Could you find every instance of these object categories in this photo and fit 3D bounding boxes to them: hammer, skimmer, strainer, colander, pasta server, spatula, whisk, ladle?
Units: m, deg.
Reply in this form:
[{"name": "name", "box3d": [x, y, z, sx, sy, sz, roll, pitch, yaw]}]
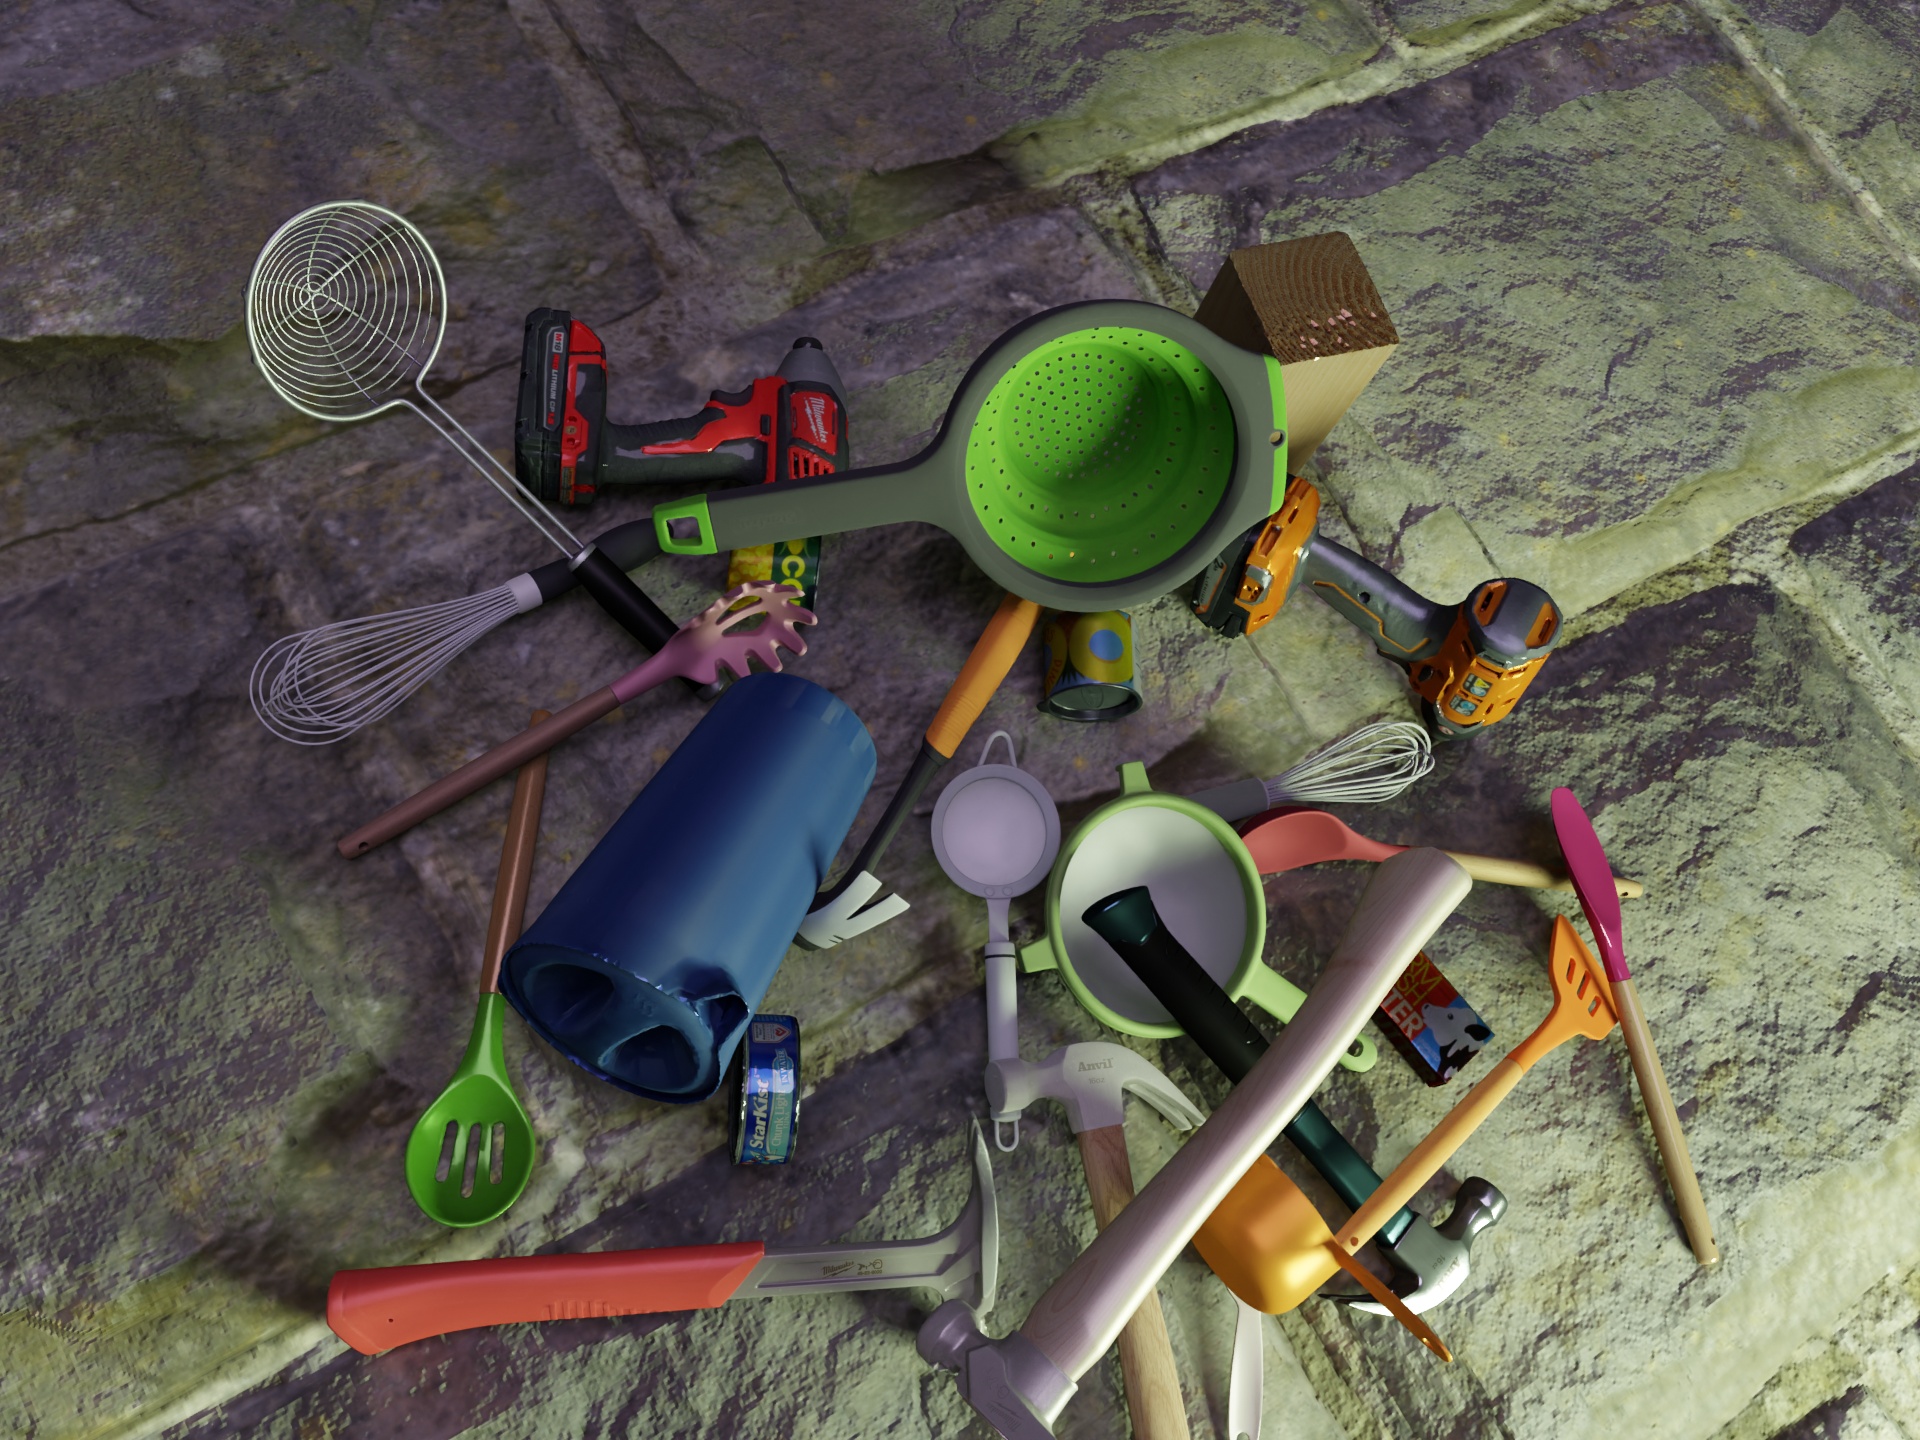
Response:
[{"name": "hammer", "box3d": [-0.158, 0.298, 0.874, 0.359, 0.037, 0.149, -1, 101, -8]}, {"name": "skimmer", "box3d": [-0.267, -0.146, 0.956, 0.363, 0.090, 0.127, 46, 69, -16]}, {"name": "strainer", "box3d": [0.022, 0.137, 0.999, 0.087, 0.050, 0.259, 3, 74, -16]}, {"name": "colander", "box3d": [0.003, -0.167, 1.018, 0.397, 0.204, 0.095, -9, 31, -2]}, {"name": "hammer", "box3d": [-0.002, -0.003, 1.016, 0.034, 0.127, 0.337, 38, 59, -12]}, {"name": "pasta server", "box3d": [-0.234, 0.001, 0.973, 0.316, 0.060, 0.040, -31, 35, -10]}, {"name": "spatula", "box3d": [0.326, 0.233, 0.995, 0.322, 0.041, 0.081, -33, 88, -30]}, {"name": "strainer", "box3d": [0.154, 0.151, 1.015, 0.256, 0.069, 0.151, 35, 72, -14]}, {"name": "whisk", "box3d": [0.209, 0.049, 1.073, 0.246, 0.059, 0.058, -14, 34, -13]}, {"name": "whisk", "box3d": [-0.306, -0.068, 1.002, 0.284, 0.070, 0.070, -30, 78, -26]}, {"name": "ladle", "box3d": [0.326, 0.095, 1.077, 0.315, 0.069, 0.031, 9, 47, -14]}, {"name": "hammer", "box3d": [0.161, 0.231, 0.878, 0.146, 0.038, 0.411, 30, 68, 38]}, {"name": "hammer", "box3d": [0.194, 0.226, 0.962, 0.128, 0.033, 0.331, -44, 98, -23]}, {"name": "hammer", "box3d": [0.107, 0.354, 0.928, 0.130, 0.031, 0.331, -4, 72, -25]}]

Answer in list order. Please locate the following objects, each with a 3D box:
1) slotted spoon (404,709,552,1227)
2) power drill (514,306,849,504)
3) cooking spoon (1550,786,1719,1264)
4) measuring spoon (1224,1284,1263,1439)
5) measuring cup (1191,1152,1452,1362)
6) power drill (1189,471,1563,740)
[{"name": "slotted spoon", "box3d": [-0.271, 0.138, 0.944, 0.070, 0.031, 0.314, 8, 66, -10]}, {"name": "power drill", "box3d": [-0.183, -0.205, 1.072, 0.219, 0.078, 0.143, 5, 68, -13]}, {"name": "cooking spoon", "box3d": [0.446, 0.198, 1.057, 0.068, 0.017, 0.319, 0, 72, -49]}, {"name": "measuring spoon", "box3d": [0.169, 0.378, 0.951, 0.034, 0.018, 0.124, 8, 74, -9]}, {"name": "measuring cup", "box3d": [0.189, 0.308, 0.874, 0.052, 0.095, 0.174, -33, 34, -17]}, {"name": "power drill", "box3d": [0.275, -0.067, 1.083, 0.226, 0.164, 0.084, 28, 65, 14]}]
